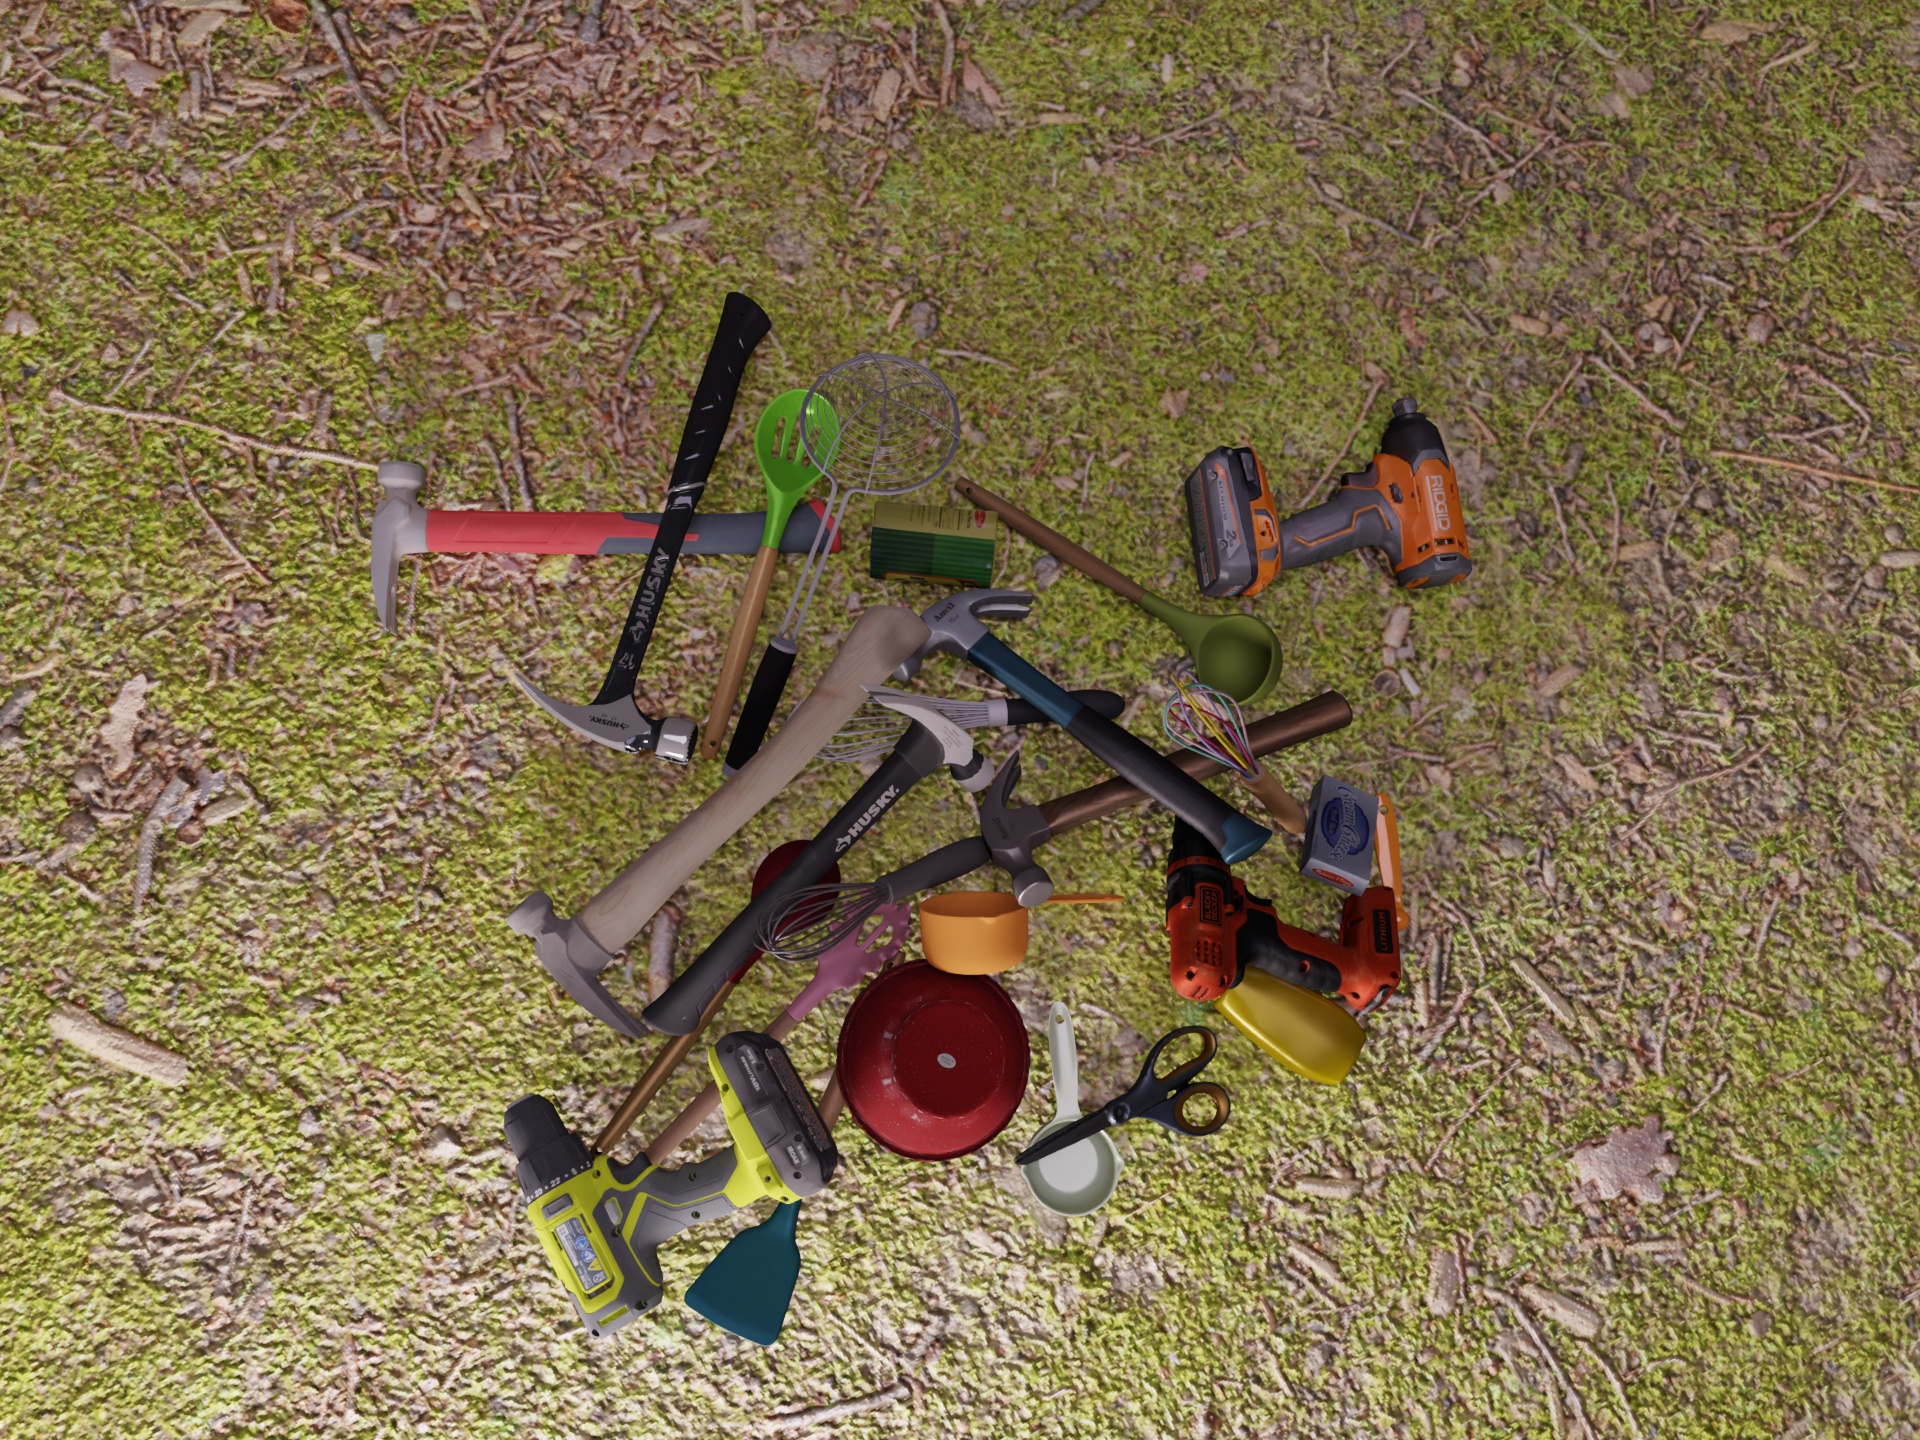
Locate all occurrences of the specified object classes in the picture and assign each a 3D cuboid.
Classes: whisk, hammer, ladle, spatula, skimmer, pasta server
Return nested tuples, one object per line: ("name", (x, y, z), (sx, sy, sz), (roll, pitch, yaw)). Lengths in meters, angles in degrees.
("whisk", (-0.061, 0.133, 1.252), (0.239, 0.055, 0.055), (-19, 82, -38))
("hammer", (0.170, 0.042, 1.309), (0.331, 0.031, 0.130), (-20, 50, -13))
("ladle", (-0.204, 0.230, 1.288), (0.069, 0.031, 0.315), (37, 84, -1))
("ladle", (0.129, -0.117, 1.338), (0.320, 0.062, 0.078), (33, 106, 5))
("spatula", (-0.114, 0.329, 1.267), (0.082, 0.044, 0.317), (20, 79, 18))
("hammer", (0.102, 0.007, 1.274), (0.331, 0.033, 0.128), (37, 61, 14))
("whisk", (-0.002, -0.003, 1.318), (0.284, 0.070, 0.070), (-3, 82, -8))
("skimmer", (-0.113, -0.121, 1.293), (0.127, 0.090, 0.363), (25, 107, 5))
("hammer", (-0.171, 0.070, 1.264), (0.410, 0.038, 0.146), (-44, 87, 6))
("hammer", (-0.124, 0.116, 1.248), (0.335, 0.146, 0.035), (-46, 43, -4))
("hammer", (-0.294, -0.142, 1.332), (0.386, 0.038, 0.143), (0, 83, -2))
("hammer", (-0.235, -0.171, 1.299), (0.149, 0.036, 0.409), (14, 72, 2))
("pasta server", (-0.157, 0.256, 1.280), (0.316, 0.040, 0.060), (-45, 74, -6))
("whisk", (0.221, 0.034, 1.247), (0.047, 0.244, 0.051), (23, 77, 43))

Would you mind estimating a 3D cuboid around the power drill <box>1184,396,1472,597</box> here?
("power drill", (0.311, -0.188, 1.345), (0.226, 0.084, 0.164), (-5, 81, -7))

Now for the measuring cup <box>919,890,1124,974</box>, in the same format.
("measuring cup", (0.051, 0.170, 1.286), (0.173, 0.095, 0.052), (-2, 97, -17))

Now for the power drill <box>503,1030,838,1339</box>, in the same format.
("power drill", (-0.229, 0.336, 1.226), (0.228, 0.080, 0.191), (-31, 78, 2))

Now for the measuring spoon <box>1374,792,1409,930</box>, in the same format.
("measuring spoon", (0.361, 0.118, 1.335), (0.021, 0.011, 0.117), (-5, 82, -3))

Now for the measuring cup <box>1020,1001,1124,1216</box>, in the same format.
("measuring cup", (0.085, 0.311, 1.283), (0.083, 0.038, 0.168), (-4, 80, -3))

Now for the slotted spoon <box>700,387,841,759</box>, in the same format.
("slotted spoon", (-0.166, -0.119, 1.308), (0.070, 0.031, 0.314), (15, 96, -15))
